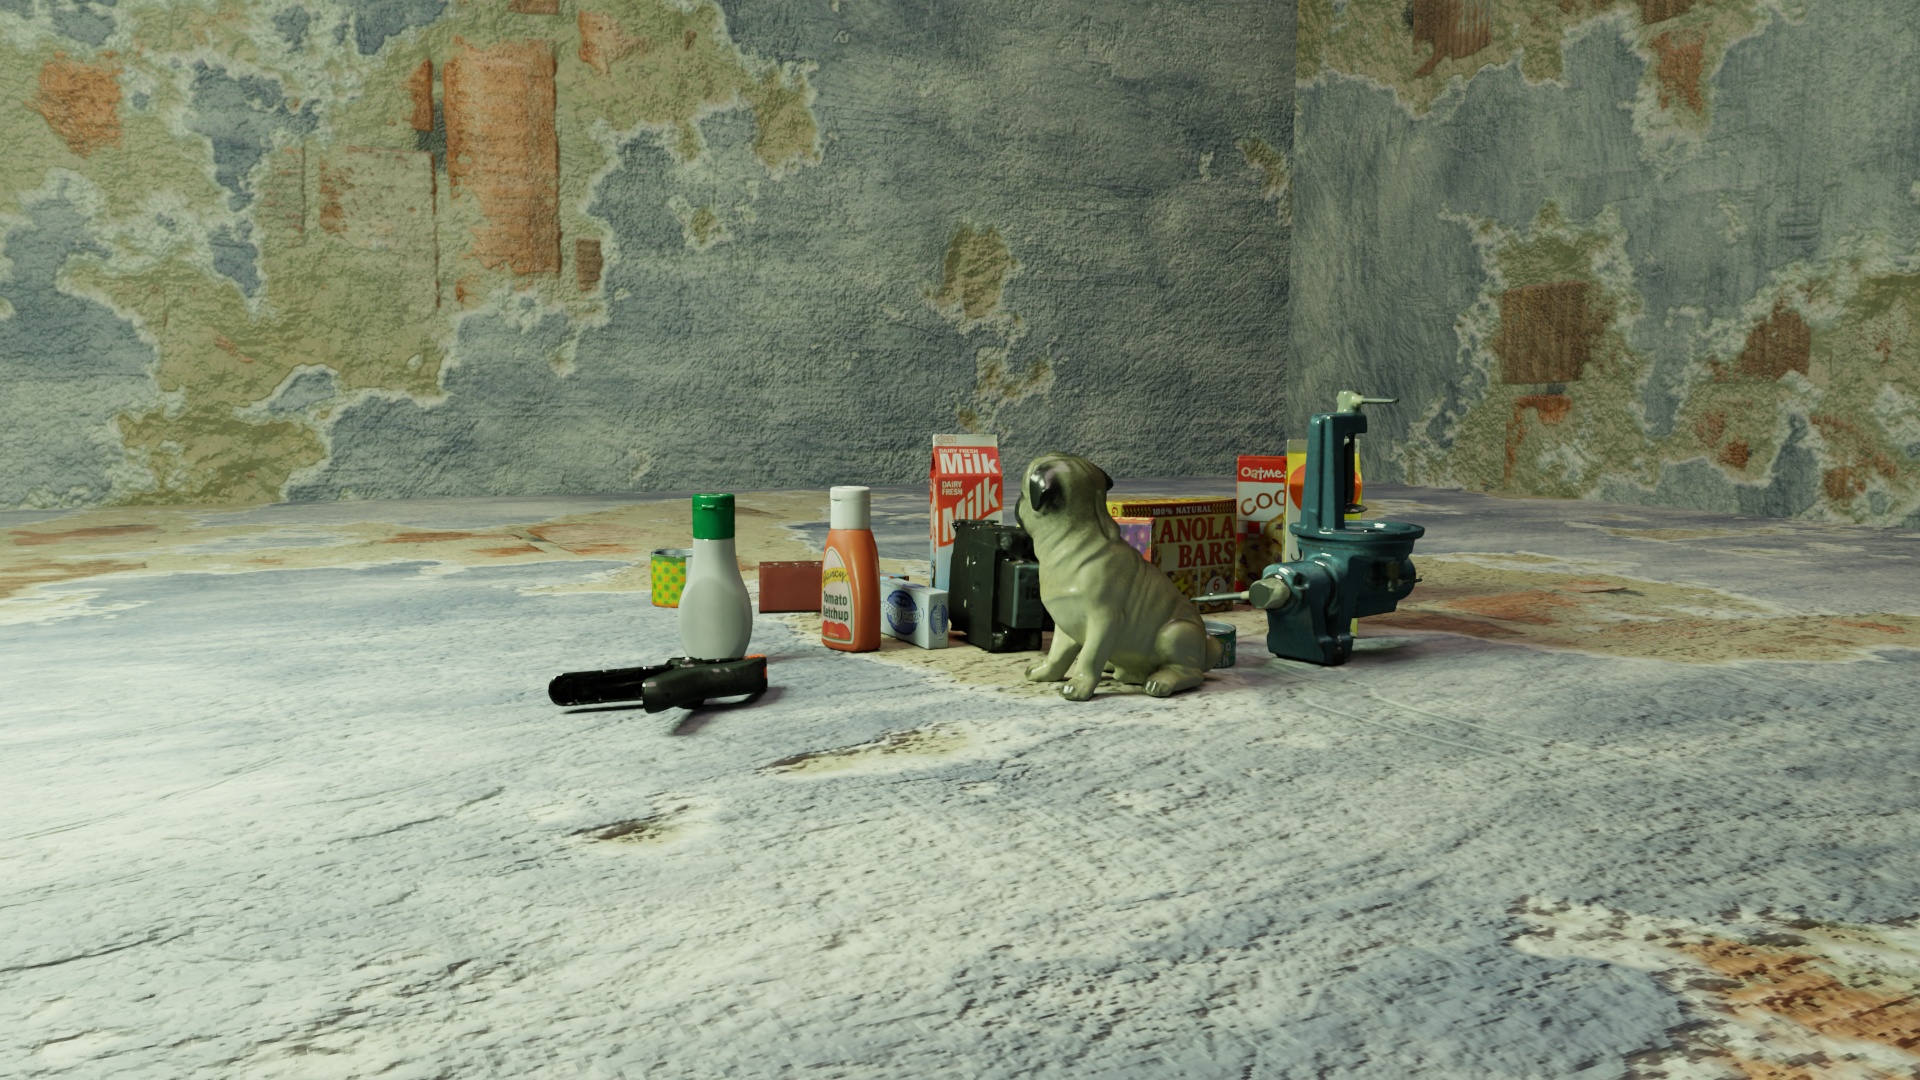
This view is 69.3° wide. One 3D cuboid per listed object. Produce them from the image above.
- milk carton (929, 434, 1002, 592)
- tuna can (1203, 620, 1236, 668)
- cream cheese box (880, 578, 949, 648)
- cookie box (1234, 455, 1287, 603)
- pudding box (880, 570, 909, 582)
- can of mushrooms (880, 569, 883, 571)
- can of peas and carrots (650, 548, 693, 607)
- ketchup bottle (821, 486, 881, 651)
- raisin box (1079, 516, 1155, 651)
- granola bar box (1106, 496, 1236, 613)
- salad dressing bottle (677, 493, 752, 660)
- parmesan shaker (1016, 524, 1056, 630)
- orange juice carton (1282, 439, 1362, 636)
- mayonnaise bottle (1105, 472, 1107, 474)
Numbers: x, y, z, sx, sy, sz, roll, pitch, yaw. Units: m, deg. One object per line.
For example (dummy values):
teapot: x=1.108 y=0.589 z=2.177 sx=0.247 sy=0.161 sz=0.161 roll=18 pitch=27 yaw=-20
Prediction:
milk carton: x=0.005 y=-0.019 z=1.491 sx=0.072 sy=0.190 sz=0.073 roll=0 pitch=6 yaw=-8
tuna can: x=0.211 y=0.091 z=1.224 sx=0.071 sy=0.032 sz=0.071 roll=0 pitch=6 yaw=0
cream cheese box: x=-0.045 y=0.069 z=1.319 sx=0.024 sy=0.053 sz=0.104 roll=-3 pitch=7 yaw=-30
cookie box: x=0.371 y=-0.011 z=1.549 sx=0.123 sy=0.167 sz=0.040 roll=2 pitch=6 yaw=17
pudding box: x=-0.092 y=0.056 z=1.448 sx=0.083 sy=0.049 sz=0.030 roll=6 pitch=8 yaw=44
can of mushrooms: x=-0.122 y=0.050 z=1.575 sx=0.071 sy=0.033 sz=0.071 roll=0 pitch=6 yaw=0
can of peas and carrots: x=-0.309 y=0.041 z=1.531 sx=0.071 sy=0.058 sz=0.071 roll=0 pitch=6 yaw=0
ketchup bottle: x=-0.100 y=0.025 z=1.276 sx=0.043 sy=0.148 sz=0.064 roll=-4 pitch=8 yaw=-41
raisin box: x=0.134 y=0.040 z=1.273 sx=0.086 sy=0.123 sz=0.040 roll=2 pitch=6 yaw=14
granola bar box: x=0.221 y=0.018 z=1.474 sx=0.166 sy=0.124 sz=0.039 roll=-4 pitch=7 yaw=-34
salad dressing bottle: x=-0.212 y=0.033 z=1.201 sx=0.064 sy=0.147 sz=0.044 roll=1 pitch=6 yaw=5
parmesan shaker: x=0.091 y=0.036 z=1.403 sx=0.071 sy=0.103 sz=0.071 roll=0 pitch=6 yaw=0
orange juice carton: x=0.357 y=-0.004 z=1.376 sx=0.072 sy=0.192 sz=0.073 roll=1 pitch=6 yaw=10
mayonnaise bottle: x=0.145 y=-0.002 z=1.544 sx=0.041 sy=0.148 sz=0.065 roll=-4 pitch=7 yaw=-37
